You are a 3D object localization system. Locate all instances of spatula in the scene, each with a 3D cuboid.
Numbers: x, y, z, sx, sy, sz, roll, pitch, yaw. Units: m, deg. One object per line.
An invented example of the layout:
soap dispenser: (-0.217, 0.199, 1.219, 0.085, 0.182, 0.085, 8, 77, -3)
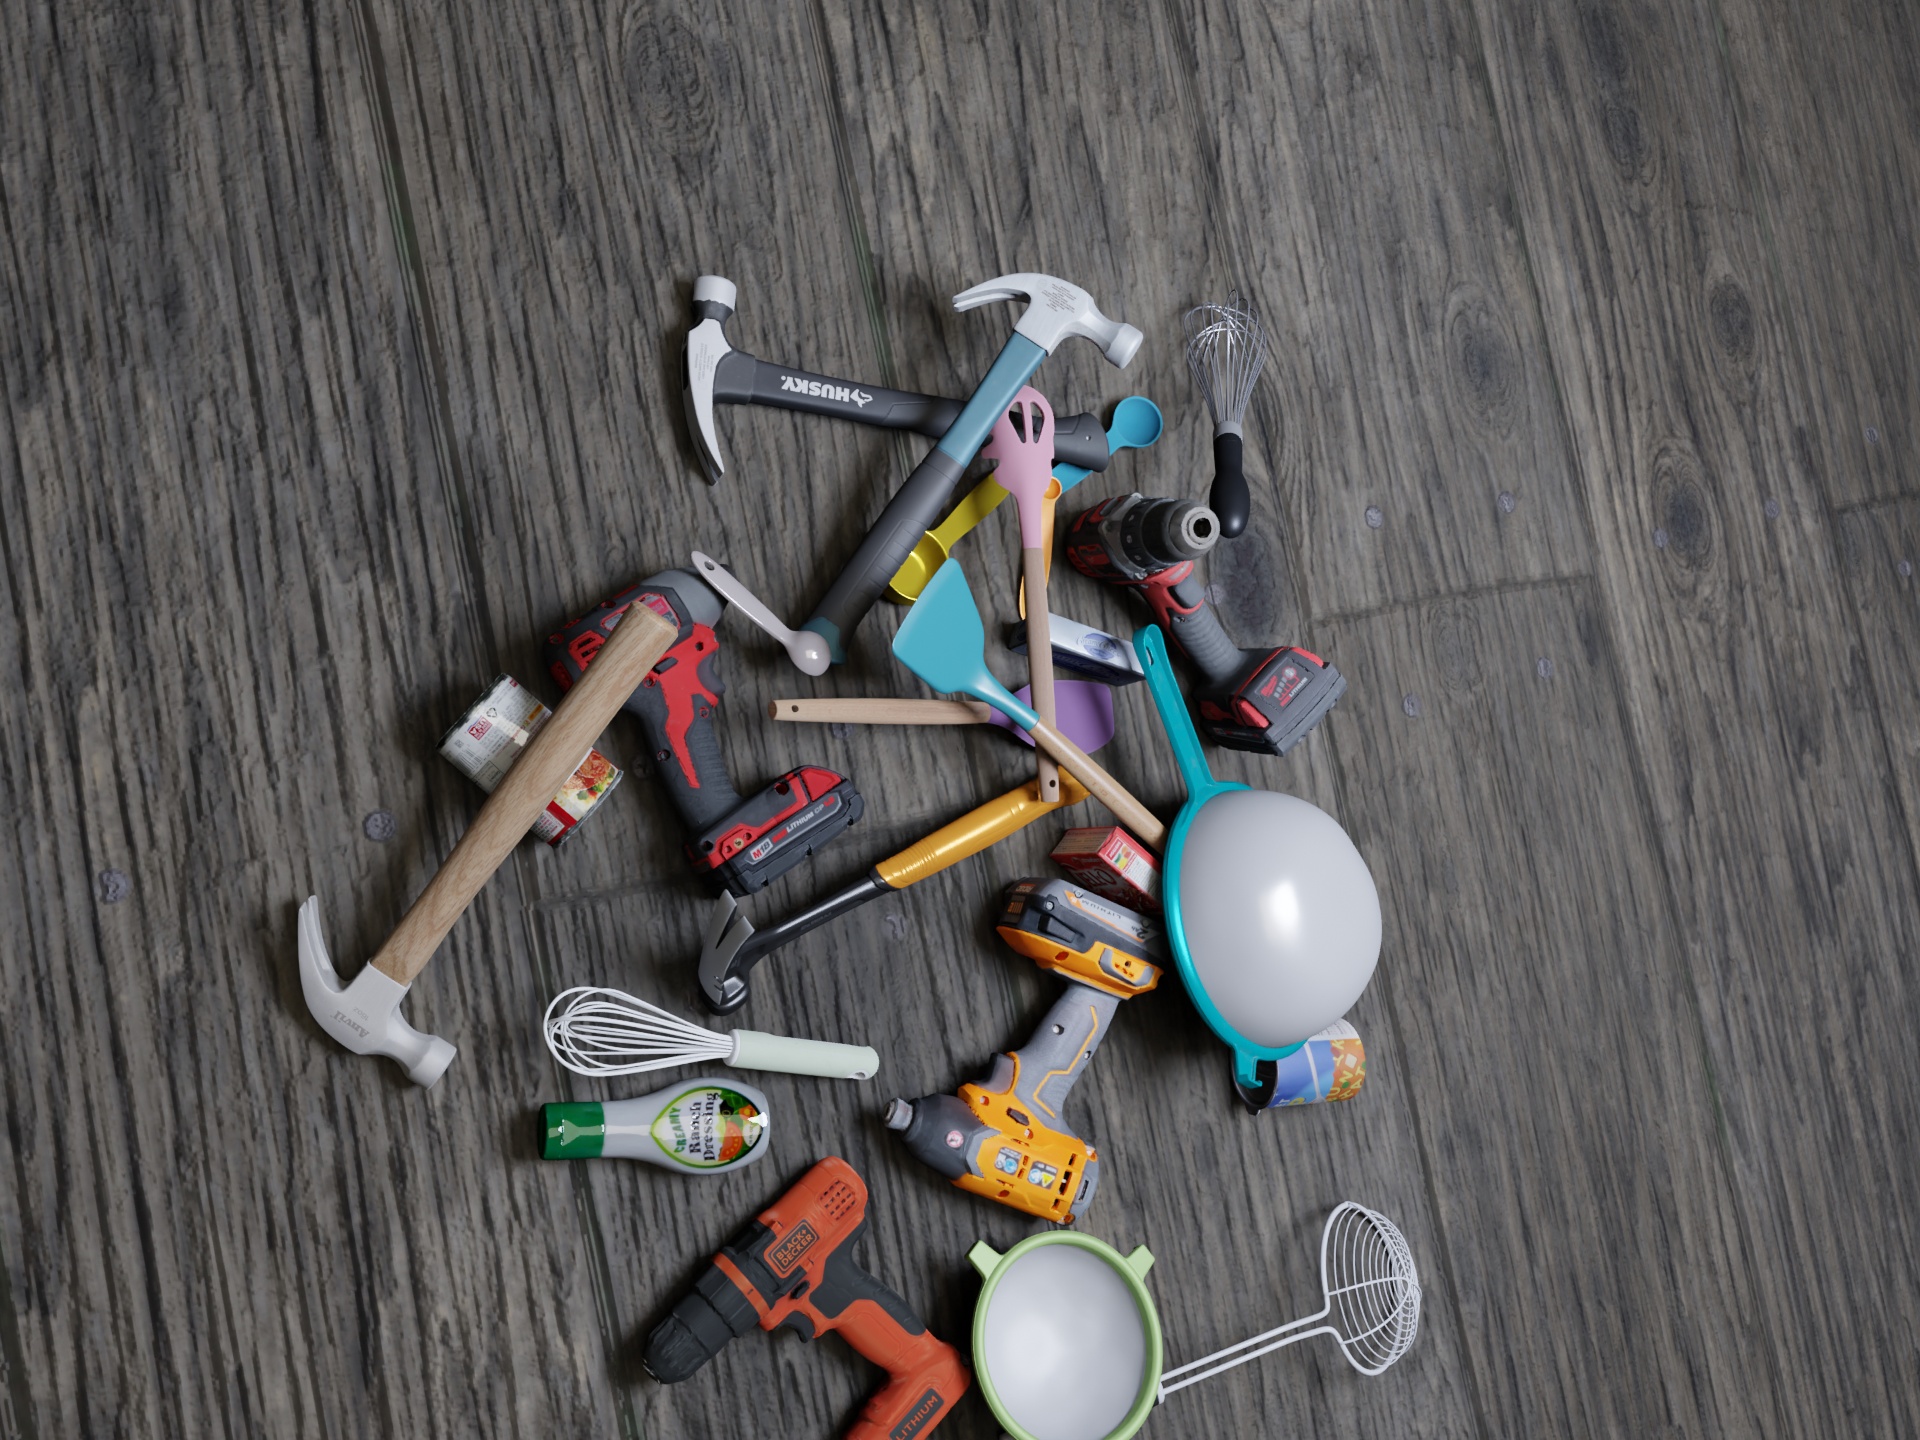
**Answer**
spatula: (-0.002, -0.004, 1.154, 0.315, 0.018, 0.060, 1, 81, -39)
spatula: (0.074, 0.018, 1.125, 0.317, 0.044, 0.082, 41, 66, -20)

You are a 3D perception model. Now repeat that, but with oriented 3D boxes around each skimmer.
skimmer: (0.194, 0.476, 1.206, 0.363, 0.090, 0.127, -16, 86, -14)

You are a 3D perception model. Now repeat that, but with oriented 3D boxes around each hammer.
hammer: (-0.032, 0.097, 1.124, 0.337, 0.127, 0.034, -26, 65, -30)
hammer: (-0.043, -0.226, 1.189, 0.334, 0.035, 0.146, 7, 80, -20)
hammer: (-0.015, -0.176, 1.141, 0.128, 0.033, 0.331, 35, 90, 4)
hammer: (-0.290, 0.065, 0.992, 0.130, 0.031, 0.331, 36, 91, -12)

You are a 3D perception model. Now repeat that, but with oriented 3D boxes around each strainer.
strainer: (0.223, 0.080, 1.164, 0.211, 0.095, 0.340, -29, 99, -49)
strainer: (0.065, 0.491, 1.106, 0.151, 0.069, 0.257, 10, 64, -24)

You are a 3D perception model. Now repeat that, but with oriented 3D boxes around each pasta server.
pasta server: (0.052, -0.097, 1.169, 0.060, 0.040, 0.316, -3, 86, -15)

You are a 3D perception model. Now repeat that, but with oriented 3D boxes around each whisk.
whisk: (-0.161, 0.218, 1.066, 0.246, 0.058, 0.059, 15, 54, -32)
whisk: (0.206, -0.240, 1.235, 0.070, 0.070, 0.285, 25, 46, -19)

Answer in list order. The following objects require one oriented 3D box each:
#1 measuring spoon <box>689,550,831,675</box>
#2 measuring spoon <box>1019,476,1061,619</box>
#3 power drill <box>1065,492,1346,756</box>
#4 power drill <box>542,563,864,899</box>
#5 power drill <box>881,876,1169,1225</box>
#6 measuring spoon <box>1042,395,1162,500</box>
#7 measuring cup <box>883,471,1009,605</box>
measuring spoon: (-0.134, -0.077, 1.090, 0.124, 0.018, 0.034, 41, 36, -19)
measuring spoon: (0.060, -0.133, 1.239, 0.021, 0.011, 0.117, 11, 86, -14)
power drill: (0.188, -0.080, 1.195, 0.080, 0.188, 0.226, -45, 105, -11)
power drill: (-0.169, 0.002, 1.090, 0.143, 0.078, 0.219, -36, 95, -24)
power drill: (0.047, 0.231, 1.149, 0.164, 0.084, 0.226, 25, 78, -18)
measuring spoon: (0.107, -0.213, 1.272, 0.128, 0.021, 0.042, -38, 93, -14)
measuring cup: (-0.010, -0.144, 1.208, 0.062, 0.029, 0.156, 49, 59, -9)
